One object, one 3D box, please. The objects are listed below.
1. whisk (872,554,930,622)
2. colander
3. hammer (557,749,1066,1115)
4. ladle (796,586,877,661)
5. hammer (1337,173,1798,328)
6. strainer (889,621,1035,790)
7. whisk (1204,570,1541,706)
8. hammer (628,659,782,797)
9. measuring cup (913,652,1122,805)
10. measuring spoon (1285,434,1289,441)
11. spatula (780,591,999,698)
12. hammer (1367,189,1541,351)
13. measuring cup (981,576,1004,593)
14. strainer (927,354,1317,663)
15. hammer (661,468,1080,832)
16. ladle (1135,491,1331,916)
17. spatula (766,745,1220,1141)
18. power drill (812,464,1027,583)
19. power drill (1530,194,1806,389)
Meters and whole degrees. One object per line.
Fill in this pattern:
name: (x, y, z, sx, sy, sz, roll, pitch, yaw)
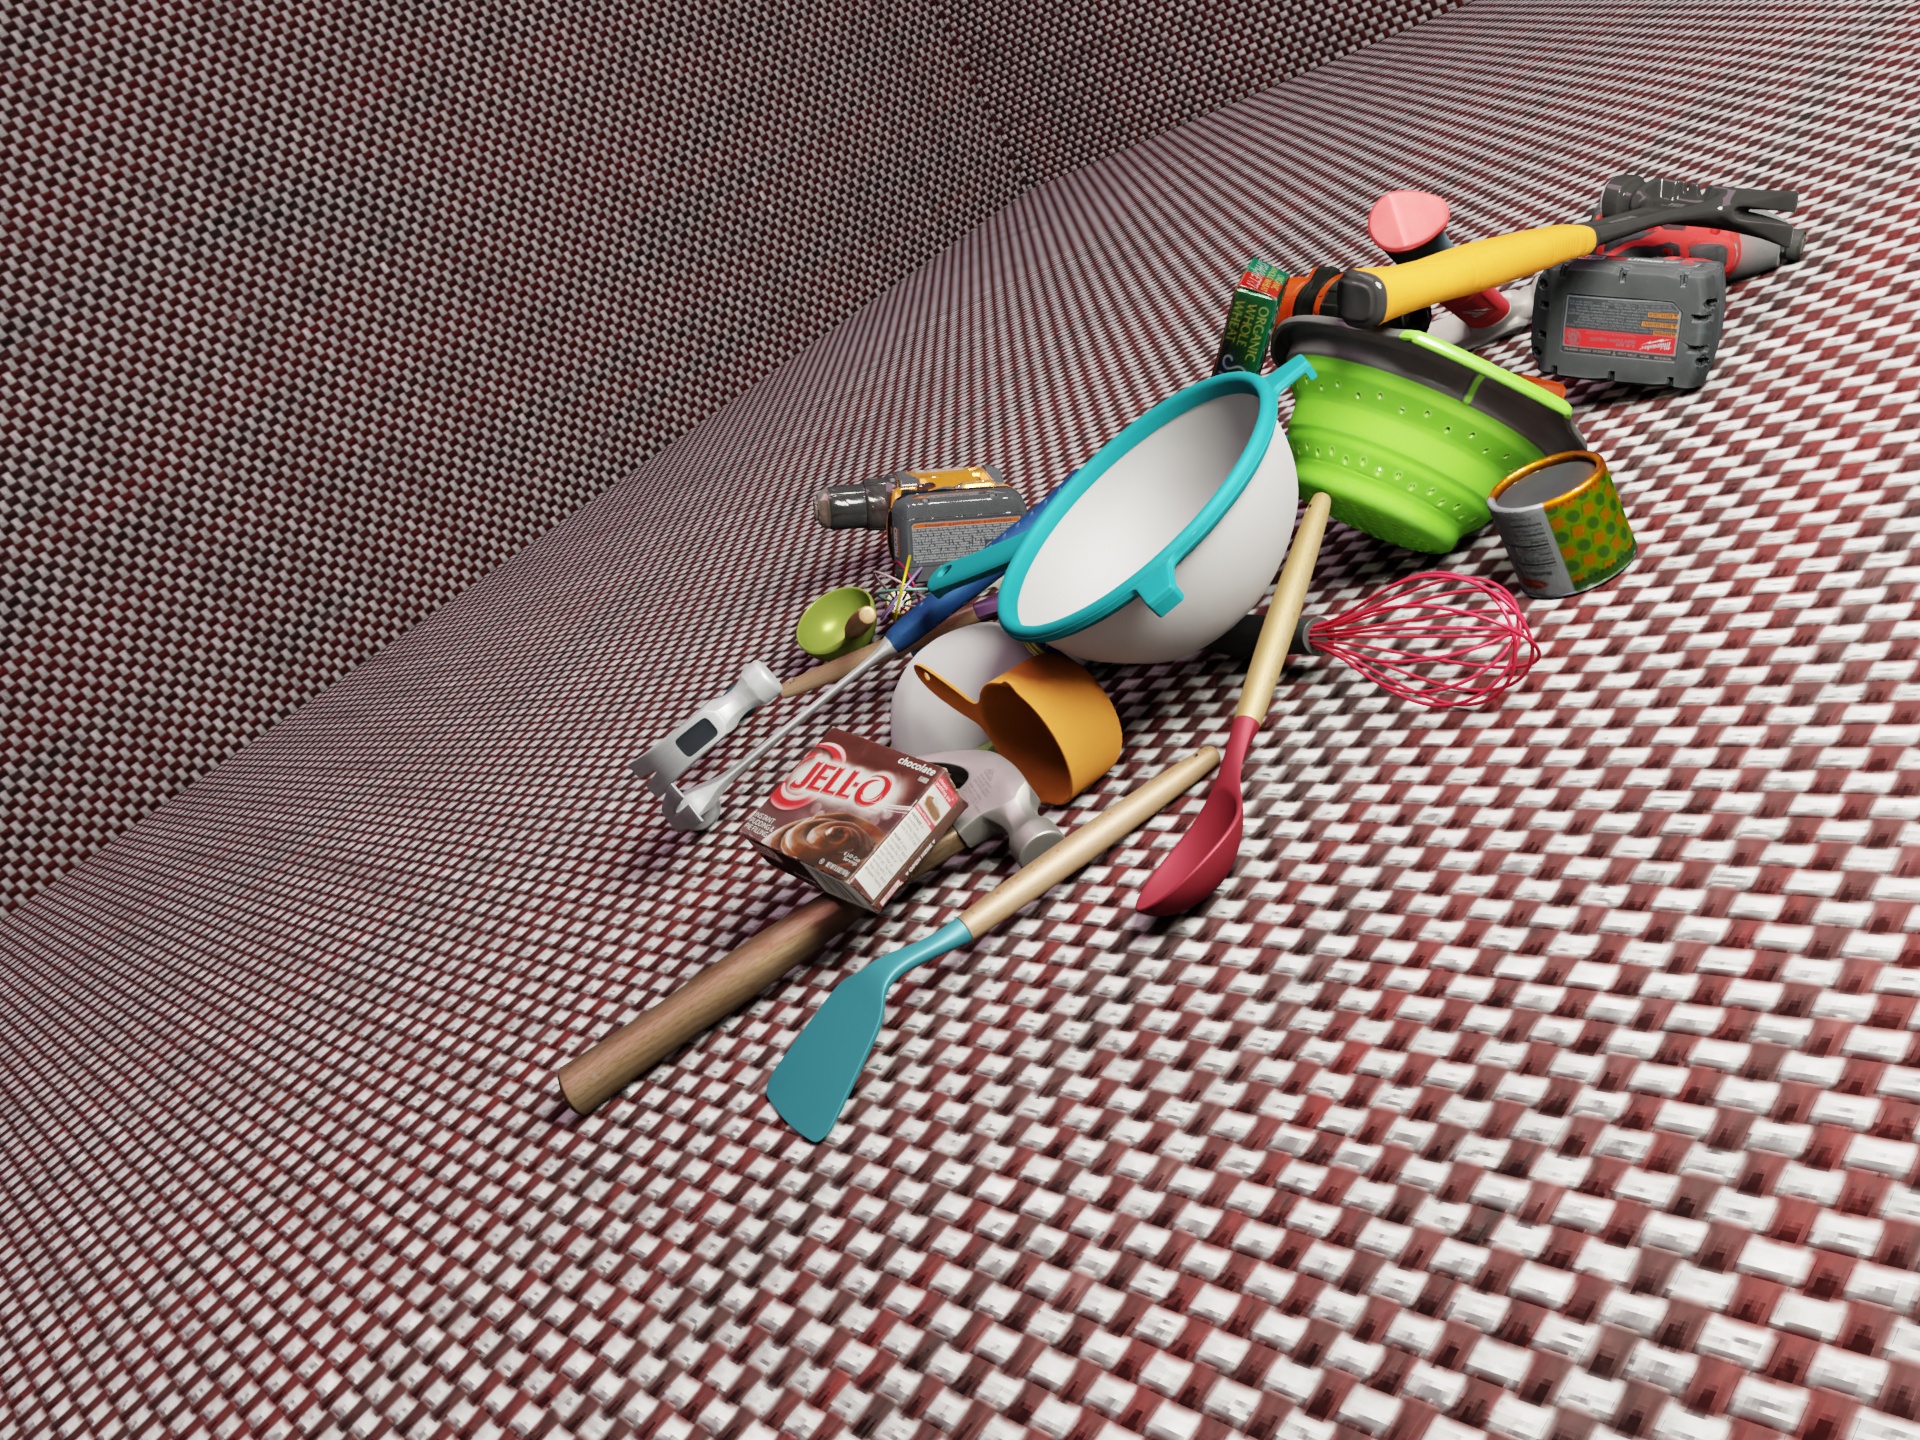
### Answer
whisk: (-0.049, -0.104, 1.335, 0.051, 0.047, 0.245, -15, 1, -4)
colander: (0.270, -0.173, 1.075, 0.397, 0.204, 0.094, -111, 46, -84)
hammer: (-0.098, 0.127, 0.951, 0.331, 0.031, 0.130, -34, 39, -1)
ladle: (-0.094, -0.085, 1.301, 0.078, 0.062, 0.320, -39, 4, -6)
hammer: (0.357, -0.282, 0.956, 0.337, 0.034, 0.127, -22, 33, -30)
strainer: (-0.002, -0.003, 1.089, 0.151, 0.069, 0.256, -25, 20, 13)
whisk: (0.219, -0.048, 0.918, 0.073, 0.073, 0.296, -38, 17, -17)
hammer: (-0.191, -0.004, 1.275, 0.128, 0.033, 0.331, -40, 5, 1)
measuring cup: (0.035, -0.013, 1.004, 0.052, 0.095, 0.174, -32, 37, -20)
measuring spoon: (0.277, -0.224, 1.291, 0.128, 0.021, 0.042, -29, -11, -20)
spatula: (-0.009, -0.078, 1.246, 0.316, 0.018, 0.060, -22, 35, 21)
hammer: (0.332, -0.305, 1.123, 0.143, 0.038, 0.386, -17, -4, 28)
measuring cup: (0.035, -0.097, 1.300, 0.167, 0.038, 0.083, -21, 23, 31)
strainer: (0.095, -0.095, 1.010, 0.340, 0.095, 0.211, -13, 40, 58)
hammer: (-0.059, -0.049, 1.186, 0.405, 0.035, 0.144, -39, 0, -1)
ladle: (0.162, -0.017, 0.874, 0.069, 0.031, 0.316, -40, 20, 53)
spatula: (0.026, 0.109, 0.872, 0.317, 0.044, 0.082, -33, 20, -19)
power drill: (-0.038, -0.187, 1.463, 0.185, 0.084, 0.226, -5, 19, -7)
power drill: (0.486, -0.306, 1.090, 0.143, 0.078, 0.220, 14, 38, 30)
